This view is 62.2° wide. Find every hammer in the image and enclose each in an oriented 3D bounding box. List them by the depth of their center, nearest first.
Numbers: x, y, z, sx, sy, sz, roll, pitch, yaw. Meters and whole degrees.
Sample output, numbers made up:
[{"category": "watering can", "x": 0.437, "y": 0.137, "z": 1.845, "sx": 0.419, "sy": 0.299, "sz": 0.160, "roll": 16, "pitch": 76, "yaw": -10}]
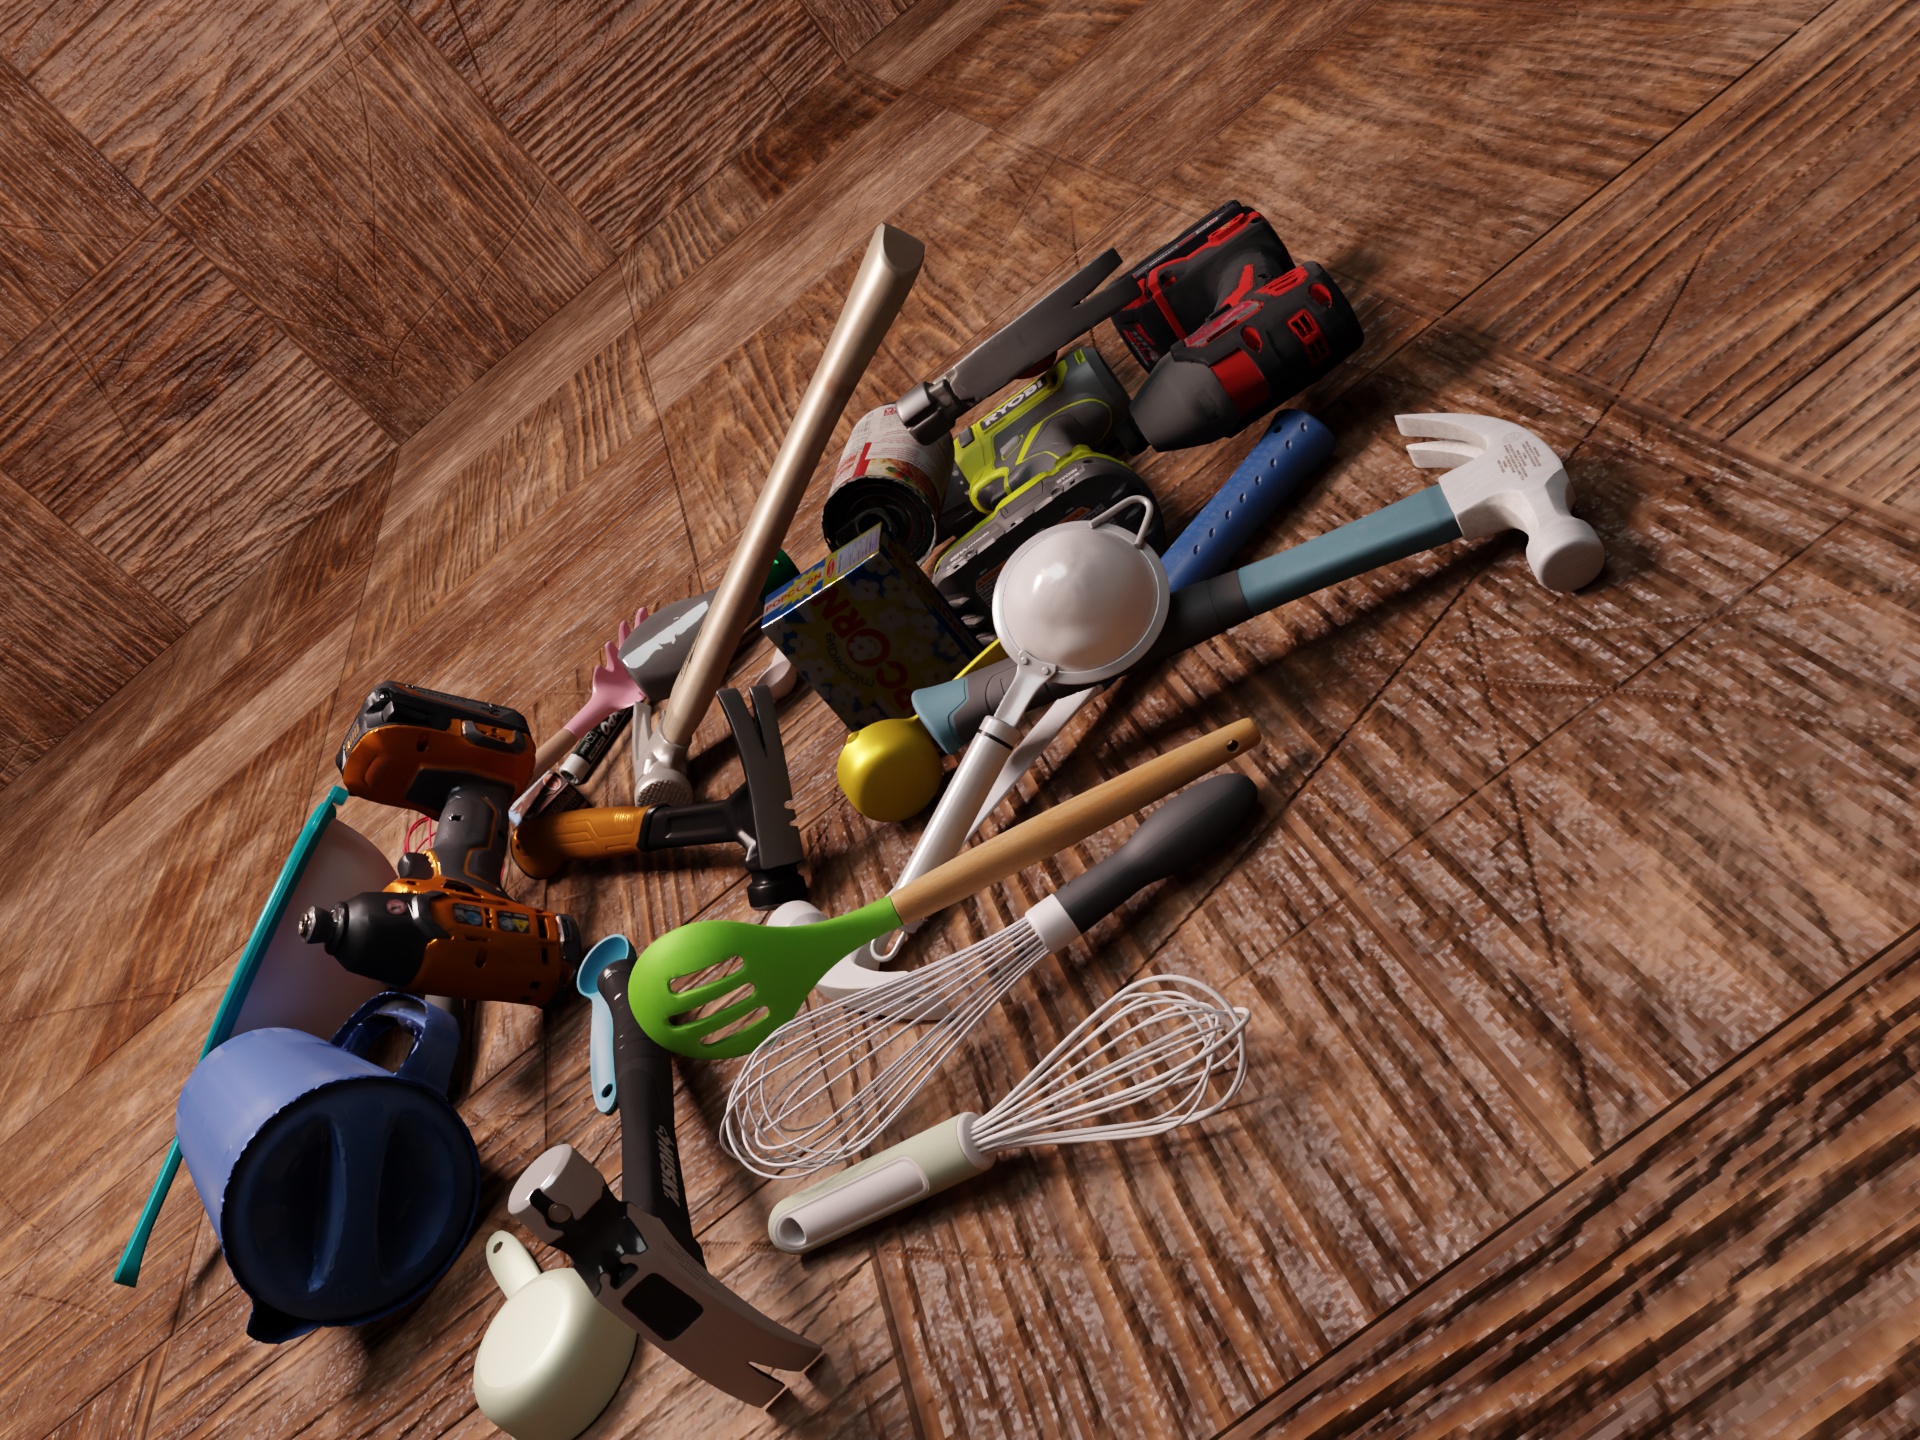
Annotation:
[{"category": "hammer", "x": -0.145, "y": 0.191, "z": 0.756, "sx": 0.035, "sy": 0.146, "sz": 0.335, "roll": -42, "pitch": 17, "yaw": -2}, {"category": "hammer", "x": 0.125, "y": -0.056, "z": 0.767, "sx": 0.331, "sy": 0.033, "sz": 0.128, "roll": -22, "pitch": 41, "yaw": 18}, {"category": "hammer", "x": 0.064, "y": -0.011, "z": 0.834, "sx": 0.405, "sy": 0.035, "sz": 0.144, "roll": -49, "pitch": 29, "yaw": -12}, {"category": "hammer", "x": -0.208, "y": 0.062, "z": 1.014, "sx": 0.034, "sy": 0.127, "sz": 0.337, "roll": -9, "pitch": -1, "yaw": -39}, {"category": "hammer", "x": 0.048, "y": -0.245, "z": 1.037, "sx": 0.149, "sy": 0.036, "sz": 0.359, "roll": -33, "pitch": 9, "yaw": 13}, {"category": "hammer", "x": -0.128, "y": -0.133, "z": 1.053, "sx": 0.410, "sy": 0.038, "sz": 0.146, "roll": -62, "pitch": 23, "yaw": 19}]

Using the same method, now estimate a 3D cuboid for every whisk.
[{"category": "whisk", "x": 0.013, "y": 0.168, "z": 0.645, "sx": 0.246, "sy": 0.058, "sz": 0.059, "roll": -32, "pitch": -2, "yaw": 26}, {"category": "whisk", "x": 0.014, "y": 0.108, "z": 0.704, "sx": 0.284, "sy": 0.070, "sz": 0.070, "roll": -35, "pitch": 29, "yaw": -3}, {"category": "whisk", "x": -0.355, "y": 0.151, "z": 1.105, "sx": 0.073, "sy": 0.073, "sz": 0.296, "roll": -36, "pitch": 34, "yaw": 10}]

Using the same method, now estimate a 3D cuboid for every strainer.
[{"category": "strainer", "x": 0.023, "y": -0.001, "z": 0.750, "sx": 0.087, "sy": 0.050, "sz": 0.258, "roll": 27, "pitch": 86, "yaw": 23}, {"category": "strainer", "x": -0.466, "y": 0.226, "z": 1.102, "sx": 0.211, "sy": 0.095, "sz": 0.341, "roll": -40, "pitch": 32, "yaw": 57}]

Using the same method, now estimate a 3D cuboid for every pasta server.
[{"category": "pasta server", "x": -0.307, "y": 0.024, "z": 1.175, "sx": 0.316, "sy": 0.060, "sz": 0.040, "roll": -49, "pitch": -9, "yaw": -36}]

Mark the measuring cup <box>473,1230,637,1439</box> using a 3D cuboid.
[{"category": "measuring cup", "x": -0.213, "y": 0.281, "z": 0.769, "sx": 0.083, "sy": 0.038, "sz": 0.168, "roll": -49, "pitch": 32, "yaw": -13}]

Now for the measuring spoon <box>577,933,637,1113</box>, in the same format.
[{"category": "measuring spoon", "x": -0.201, "y": 0.179, "z": 0.926, "sx": 0.042, "sy": 0.021, "sz": 0.129, "roll": -34, "pitch": 39, "yaw": 15}]

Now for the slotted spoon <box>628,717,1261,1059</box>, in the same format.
[{"category": "slotted spoon", "x": -0.007, "y": 0.072, "z": 0.720, "sx": 0.314, "sy": 0.070, "sz": 0.031, "roll": -26, "pitch": 16, "yaw": 0}]

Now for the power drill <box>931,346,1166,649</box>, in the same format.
[{"category": "power drill", "x": 0.032, "y": -0.132, "z": 0.997, "sx": 0.190, "sy": 0.080, "sz": 0.229, "roll": -34, "pitch": 27, "yaw": 14}]

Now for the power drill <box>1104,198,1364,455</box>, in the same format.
[{"category": "power drill", "x": 0.151, "y": -0.230, "z": 0.952, "sx": 0.143, "sy": 0.078, "sz": 0.220, "roll": -32, "pitch": 23, "yaw": 16}]

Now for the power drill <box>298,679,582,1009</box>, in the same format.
[{"category": "power drill", "x": -0.339, "y": 0.079, "z": 1.014, "sx": 0.084, "sy": 0.164, "sz": 0.227, "roll": -53, "pitch": 41, "yaw": 28}]

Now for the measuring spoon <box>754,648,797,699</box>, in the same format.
[{"category": "measuring spoon", "x": -0.119, "y": -0.050, "z": 1.137, "sx": 0.034, "sy": 0.018, "sz": 0.124, "roll": -27, "pitch": 25, "yaw": 25}]

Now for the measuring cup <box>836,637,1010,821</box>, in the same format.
[{"category": "measuring cup", "x": -0.001, "y": -0.003, "z": 0.872, "sx": 0.156, "sy": 0.062, "sz": 0.029, "roll": -42, "pitch": 40, "yaw": 8}]
